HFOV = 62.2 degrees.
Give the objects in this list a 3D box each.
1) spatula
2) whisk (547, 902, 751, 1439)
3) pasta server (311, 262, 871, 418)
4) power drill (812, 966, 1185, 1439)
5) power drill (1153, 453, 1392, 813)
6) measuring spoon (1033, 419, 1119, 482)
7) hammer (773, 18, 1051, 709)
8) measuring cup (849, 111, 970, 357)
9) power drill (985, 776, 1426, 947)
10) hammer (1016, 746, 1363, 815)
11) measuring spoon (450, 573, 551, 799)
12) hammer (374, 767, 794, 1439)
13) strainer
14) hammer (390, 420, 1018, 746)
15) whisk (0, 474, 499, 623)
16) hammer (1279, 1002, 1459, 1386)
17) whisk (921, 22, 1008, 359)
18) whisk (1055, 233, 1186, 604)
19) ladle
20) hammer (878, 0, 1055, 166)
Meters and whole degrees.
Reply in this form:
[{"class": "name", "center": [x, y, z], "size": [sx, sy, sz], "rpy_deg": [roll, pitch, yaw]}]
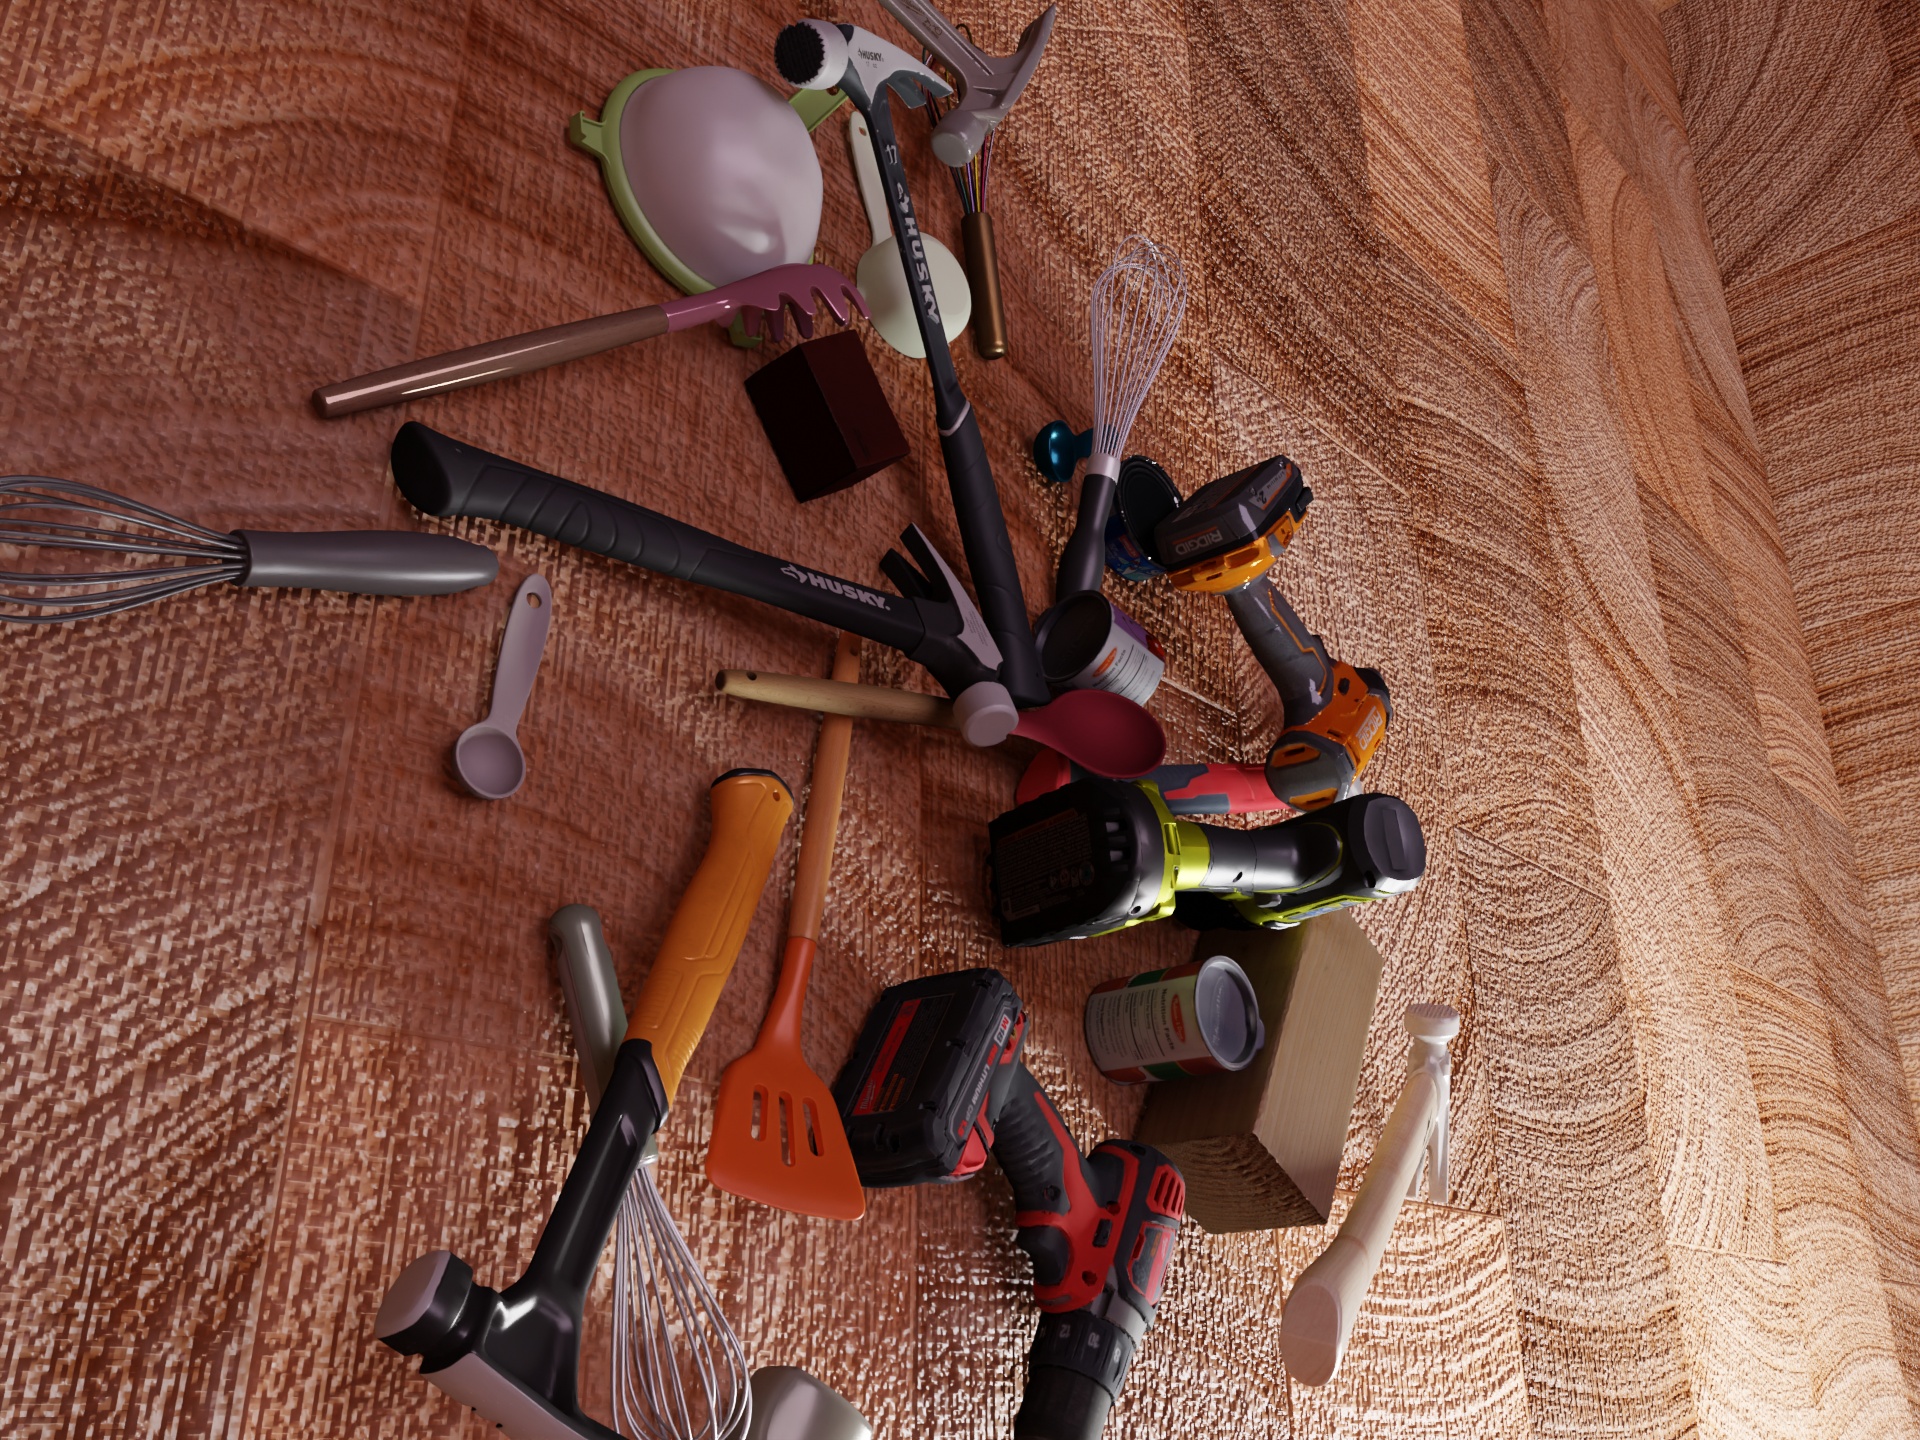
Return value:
[{"class": "spatula", "center": [-0.071, 0.087, 0.800], "size": [0.081, 0.041, 0.323], "rpy_deg": [22, 56, -24]}, {"class": "whisk", "center": [-0.139, 0.197, 0.675], "size": [0.059, 0.058, 0.246], "rpy_deg": [-10, 76, -29]}, {"class": "pasta server", "center": [-0.168, -0.186, 0.788], "size": [0.316, 0.060, 0.040], "rpy_deg": [-28, 107, -41]}, {"class": "power drill", "center": [0.026, 0.258, 0.815], "size": [0.226, 0.080, 0.188], "rpy_deg": [51, 43, -25]}, {"class": "power drill", "center": [0.236, -0.067, 1.131], "size": [0.164, 0.084, 0.226], "rpy_deg": [-41, 108, -50]}, {"class": "measuring spoon", "center": [0.080, -0.193, 1.117], "size": [0.128, 0.021, 0.042], "rpy_deg": [-30, 114, -59]}, {"class": "hammer", "center": [-0.008, -0.201, 0.947], "size": [0.149, 0.036, 0.409], "rpy_deg": [-31, 109, -58]}, {"class": "measuring cup", "center": [-0.037, -0.316, 1.013], "size": [0.083, 0.038, 0.167], "rpy_deg": [-9, 83, -50]}, {"class": "power drill", "center": [0.132, 0.091, 0.944], "size": [0.228, 0.190, 0.080], "rpy_deg": [4, 71, -33]}, {"class": "hammer", "center": [0.176, 0.062, 1.096], "size": [0.386, 0.038, 0.143], "rpy_deg": [0, 75, -49]}, {"class": "measuring spoon", "center": [-0.205, -0.016, 0.717], "size": [0.034, 0.018, 0.124], "rpy_deg": [35, 44, -35]}, {"class": "hammer", "center": [-0.121, 0.140, 0.671], "size": [0.127, 0.034, 0.337], "rpy_deg": [48, 32, -23]}, {"class": "strainer", "center": [-0.102, -0.342, 0.926], "size": [0.151, 0.069, 0.256], "rpy_deg": [51, 44, -21]}, {"class": "hammer", "center": [-0.119, -0.082, 0.800], "size": [0.334, 0.035, 0.146], "rpy_deg": [17, 37, -37]}, {"class": "whisk", "center": [-0.281, -0.065, 0.624], "size": [0.239, 0.055, 0.055], "rpy_deg": [-5, 78, -53]}, {"class": "hammer", "center": [0.261, 0.304, 0.988], "size": [0.410, 0.038, 0.146], "rpy_deg": [-18, 109, -64]}, {"class": "whisk", "center": [0.008, -0.364, 1.084], "size": [0.051, 0.047, 0.245], "rpy_deg": [6, 73, -49]}, {"class": "whisk", "center": [0.103, -0.199, 1.080], "size": [0.070, 0.070, 0.285], "rpy_deg": [24, 73, -41]}, {"class": "ladle", "center": [-0.001, -0.003, 0.891], "size": [0.315, 0.031, 0.069], "rpy_deg": [8, 45, -41]}, {"class": "hammer", "center": [-0.094, -0.520, 0.999], "size": [0.358, 0.037, 0.149], "rpy_deg": [38, 63, -23]}]
